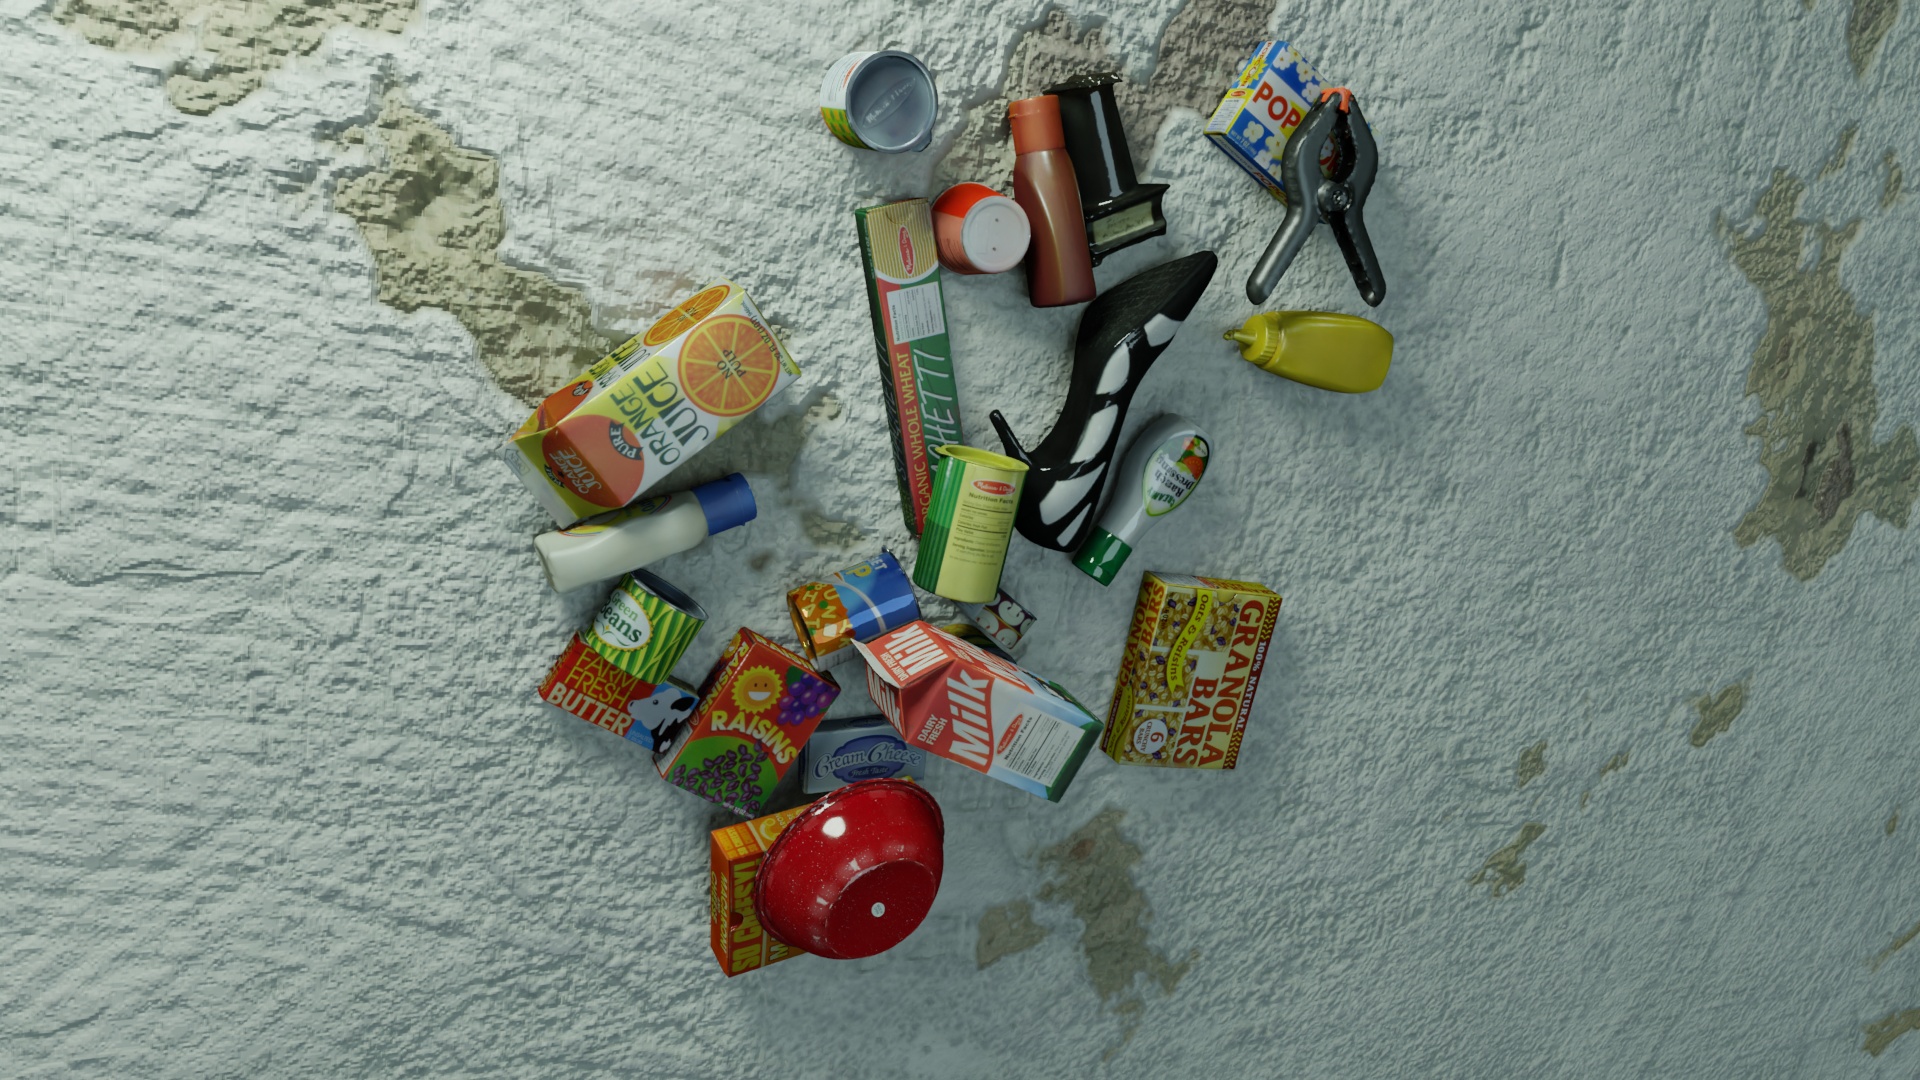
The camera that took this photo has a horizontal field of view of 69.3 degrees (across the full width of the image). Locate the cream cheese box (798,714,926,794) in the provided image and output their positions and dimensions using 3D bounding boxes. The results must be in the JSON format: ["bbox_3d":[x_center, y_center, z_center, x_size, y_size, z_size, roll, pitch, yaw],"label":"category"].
[{"bbox_3d":[-0.076,0.168,1.102,0.104,0.024,0.053,-3,107,-24],"label":"cream cheese box"}]

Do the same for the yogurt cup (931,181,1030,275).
[{"bbox_3d":[0.015,-0.223,1.002,0.072,0.054,0.072,-7,109,-21],"label":"yogurt cup"}]

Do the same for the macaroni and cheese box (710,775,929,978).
[{"bbox_3d":[-0.109,0.262,1.085,0.167,0.040,0.123,-11,123,-27],"label":"macaroni and cheese box"}]

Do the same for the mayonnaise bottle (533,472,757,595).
[{"bbox_3d":[-0.216,-0.007,0.964,0.148,0.065,0.041,-22,111,-21],"label":"mayonnaise bottle"}]

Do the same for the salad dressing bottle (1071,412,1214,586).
[{"bbox_3d":[0.146,-0.032,1.128,0.064,0.044,0.147,35,91,-30],"label":"salad dressing bottle"}]

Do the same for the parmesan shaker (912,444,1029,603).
[{"bbox_3d":[0.004,-0.013,1.023,0.071,0.071,0.102,8,104,-26],"label":"parmesan shaker"}]

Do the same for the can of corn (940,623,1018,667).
[{"bbox_3d":[0.004,0.105,1.098,0.071,0.058,0.071,-8,110,-22],"label":"can of corn"}]

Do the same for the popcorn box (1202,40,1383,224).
[{"bbox_3d":[0.262,-0.319,1.092,0.126,0.038,0.085,31,92,-29],"label":"popcorn box"}]

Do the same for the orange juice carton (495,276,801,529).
[{"bbox_3d":[-0.210,-0.090,0.932,0.193,0.073,0.071,-38,118,-9],"label":"orange juice carton"}]

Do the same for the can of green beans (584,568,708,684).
[{"bbox_3d":[-0.221,0.060,0.978,0.071,0.071,0.058,34,91,-29],"label":"can of green beans"}]

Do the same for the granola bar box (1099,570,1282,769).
[{"bbox_3d":[0.200,0.115,1.201,0.124,0.039,0.165,7,104,-26],"label":"granola bar box"}]

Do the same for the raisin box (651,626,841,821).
[{"bbox_3d":[-0.160,0.138,1.047,0.086,0.040,0.123,33,92,-29],"label":"raisin box"}]

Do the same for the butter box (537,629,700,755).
[{"bbox_3d":[-0.247,0.111,1.007,0.103,0.024,0.053,32,91,-29],"label":"butter box"}]

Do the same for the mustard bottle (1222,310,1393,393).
[{"bbox_3d":[0.281,-0.161,1.145,0.160,0.049,0.065,6,103,-25],"label":"mustard bottle"}]

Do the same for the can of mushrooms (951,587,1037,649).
[{"bbox_3d":[0.027,0.054,1.088,0.071,0.071,0.033,40,89,-29],"label":"can of mushrooms"}]

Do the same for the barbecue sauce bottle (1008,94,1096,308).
[{"bbox_3d":[0.064,-0.246,1.014,0.044,0.065,0.148,-14,103,-19],"label":"barbecue sauce bottle"}]

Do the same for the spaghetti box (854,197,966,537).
[{"bbox_3d":[-0.033,-0.124,1.026,0.050,0.029,0.249,-16,112,-19],"label":"spaghetti box"}]

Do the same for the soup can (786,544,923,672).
[{"bbox_3d":[-0.081,0.051,1.041,0.084,0.071,0.071,-22,114,-16],"label":"soup can"}]

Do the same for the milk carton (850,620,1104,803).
[{"bbox_3d":[0.006,0.120,1.026,0.190,0.072,0.073,27,96,-32],"label":"milk carton"}]

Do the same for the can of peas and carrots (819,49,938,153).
[{"bbox_3d":[-0.054,-0.297,0.944,0.071,0.059,0.070,-8,110,-22],"label":"can of peas and carrots"}]
